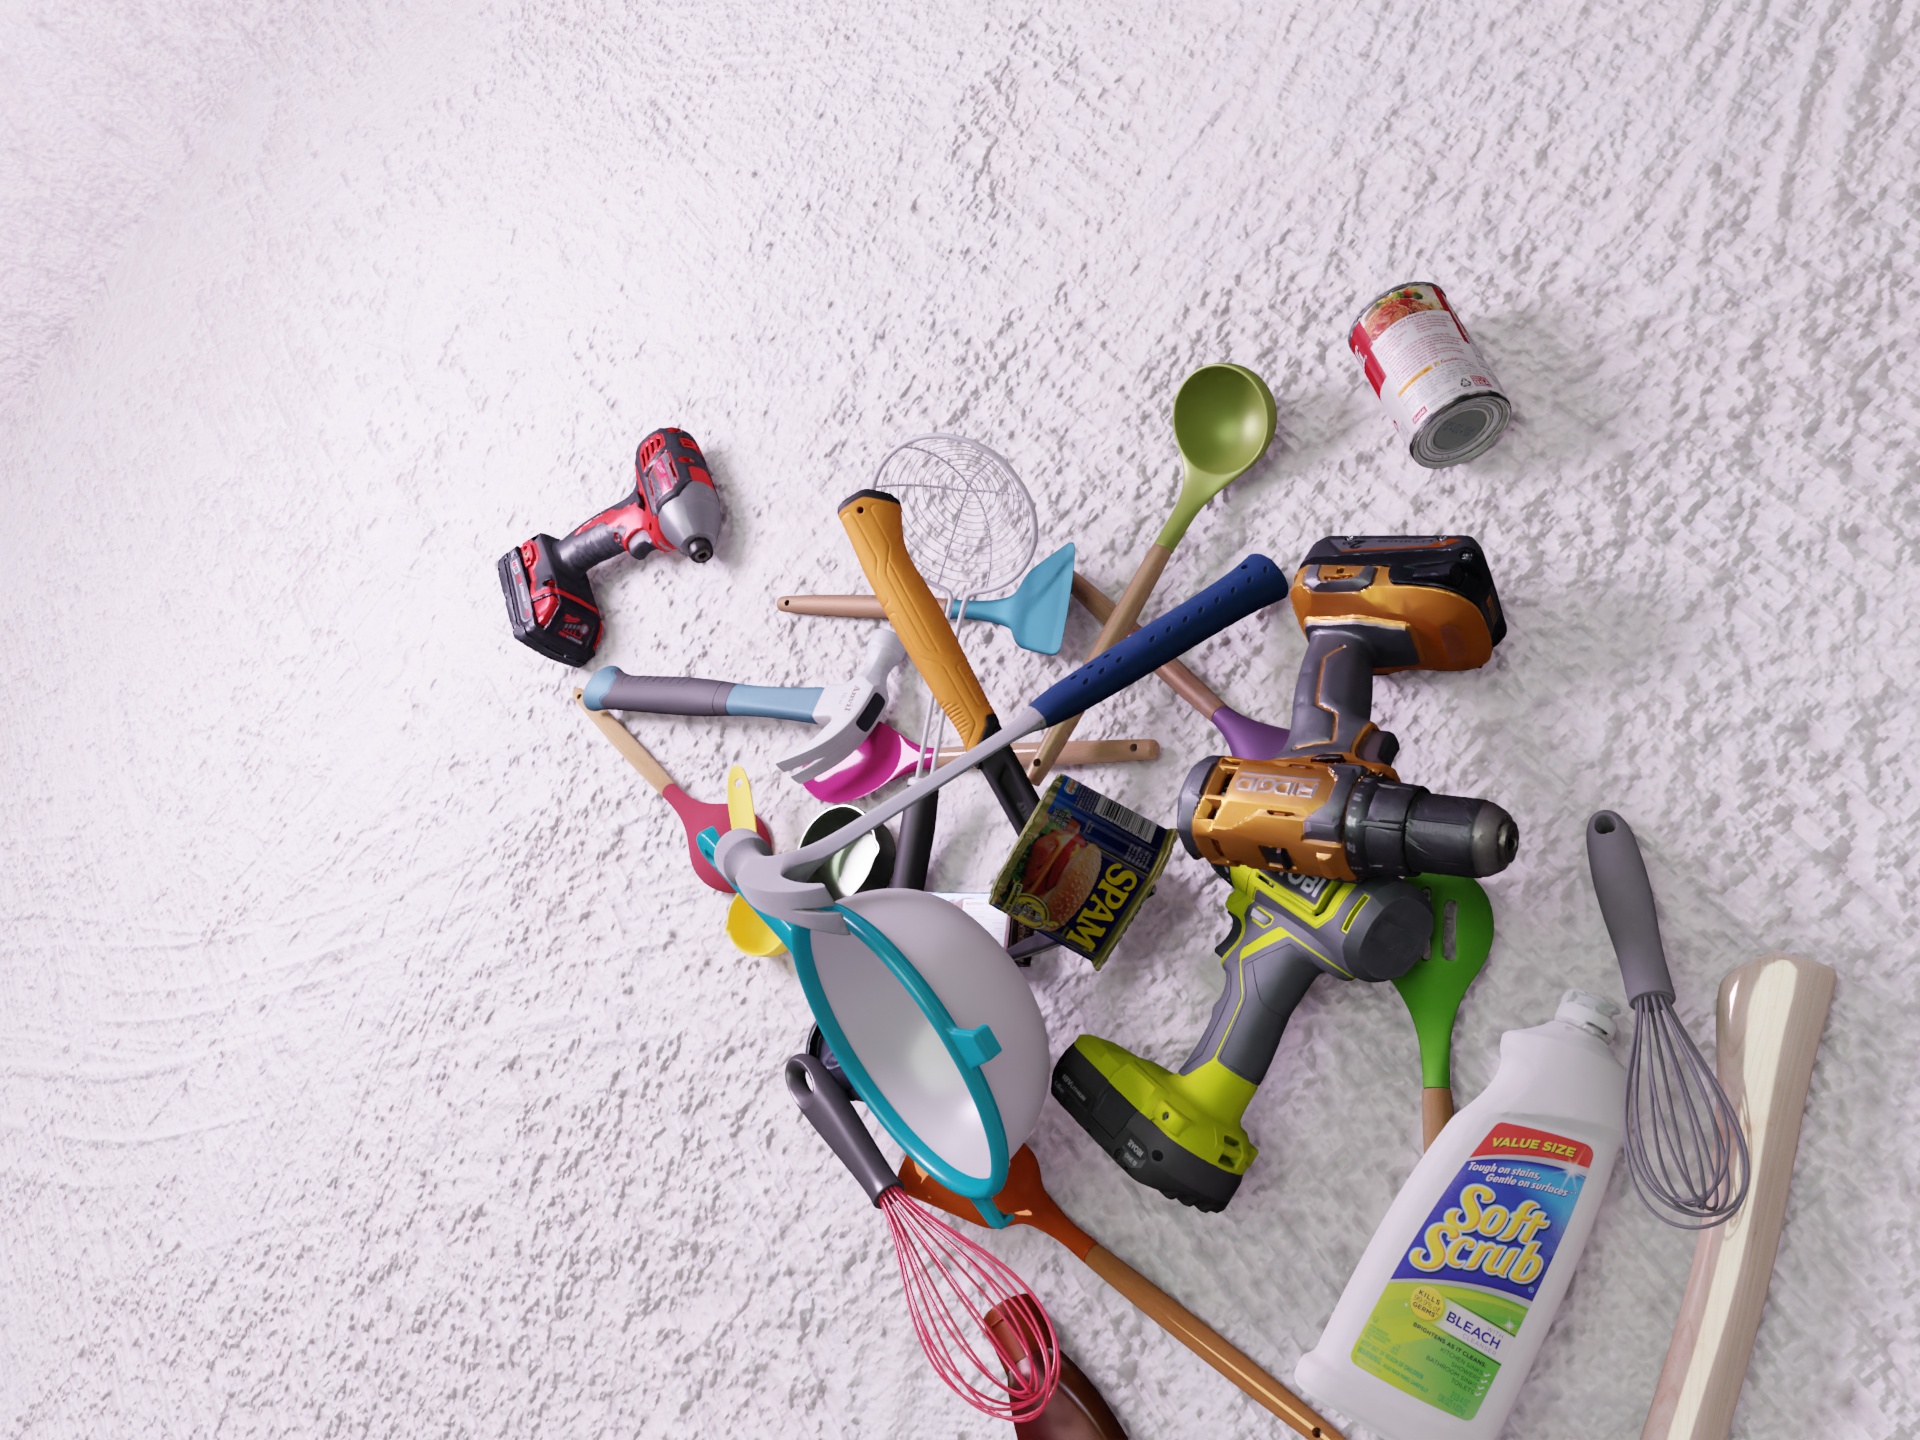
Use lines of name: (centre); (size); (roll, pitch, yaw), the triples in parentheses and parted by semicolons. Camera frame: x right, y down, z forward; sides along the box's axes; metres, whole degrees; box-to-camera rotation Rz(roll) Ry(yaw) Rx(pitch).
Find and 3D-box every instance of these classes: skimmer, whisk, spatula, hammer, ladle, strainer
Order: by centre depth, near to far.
hammer: (0.371, 0.316, 0.771); (0.146, 0.038, 0.411); (12, 80, 38)
whisk: (0.353, 0.144, 0.819); (0.055, 0.055, 0.239); (-22, 43, 28)
spatula: (0.094, 0.337, 0.966); (0.323, 0.041, 0.081); (28, 83, 39)
hammer: (0.042, 0.006, 0.997); (0.405, 0.035, 0.144); (-31, 24, -16)
whisk: (-0.035, 0.314, 1.000); (0.073, 0.073, 0.296); (-52, 50, 8)
strainer: (-0.049, 0.151, 1.030); (0.095, 0.210, 0.341); (-29, 47, -25)
spatula: (0.157, -0.017, 1.072); (0.059, 0.018, 0.316); (-53, 51, 14)
hammer: (-0.002, -0.003, 1.072); (0.127, 0.034, 0.337); (-28, 81, 5)
ladle: (0.121, -0.100, 1.089); (0.078, 0.062, 0.320); (27, 85, 34)
skimmer: (-0.026, -0.016, 1.126); (0.127, 0.090, 0.363); (9, 88, 17)
spatula: (-0.034, -0.091, 1.227); (0.318, 0.044, 0.082); (4, 82, 39)
hammer: (-0.194, -0.019, 1.311); (0.331, 0.033, 0.128); (4, 62, 38)
ladle: (-0.258, 0.047, 1.353); (0.069, 0.031, 0.316); (-52, 49, 0)

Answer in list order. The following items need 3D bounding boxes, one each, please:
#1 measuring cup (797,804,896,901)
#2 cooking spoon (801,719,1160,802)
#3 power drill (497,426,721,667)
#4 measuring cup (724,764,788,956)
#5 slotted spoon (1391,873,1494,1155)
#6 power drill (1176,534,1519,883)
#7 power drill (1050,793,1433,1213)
measuring cup: (-0.084, 0.147, 1.177); (0.083, 0.038, 0.168); (-11, 68, 34)
cooking spoon: (0.004, 0.027, 1.169); (0.319, 0.017, 0.069); (-3, 68, 36)
power drill: (-0.308, -0.152, 1.438); (0.219, 0.078, 0.143); (-36, 55, 17)
measuring cup: (-0.158, 0.109, 1.240); (0.062, 0.029, 0.157); (-21, 66, 20)
slotted spoon: (0.269, 0.232, 0.887); (0.070, 0.031, 0.314); (-10, 68, 31)
power drill: (0.246, -0.004, 0.911); (0.185, 0.084, 0.226); (5, 52, 38)
power drill: (0.156, 0.157, 0.960); (0.228, 0.080, 0.191); (-58, 34, 2)
